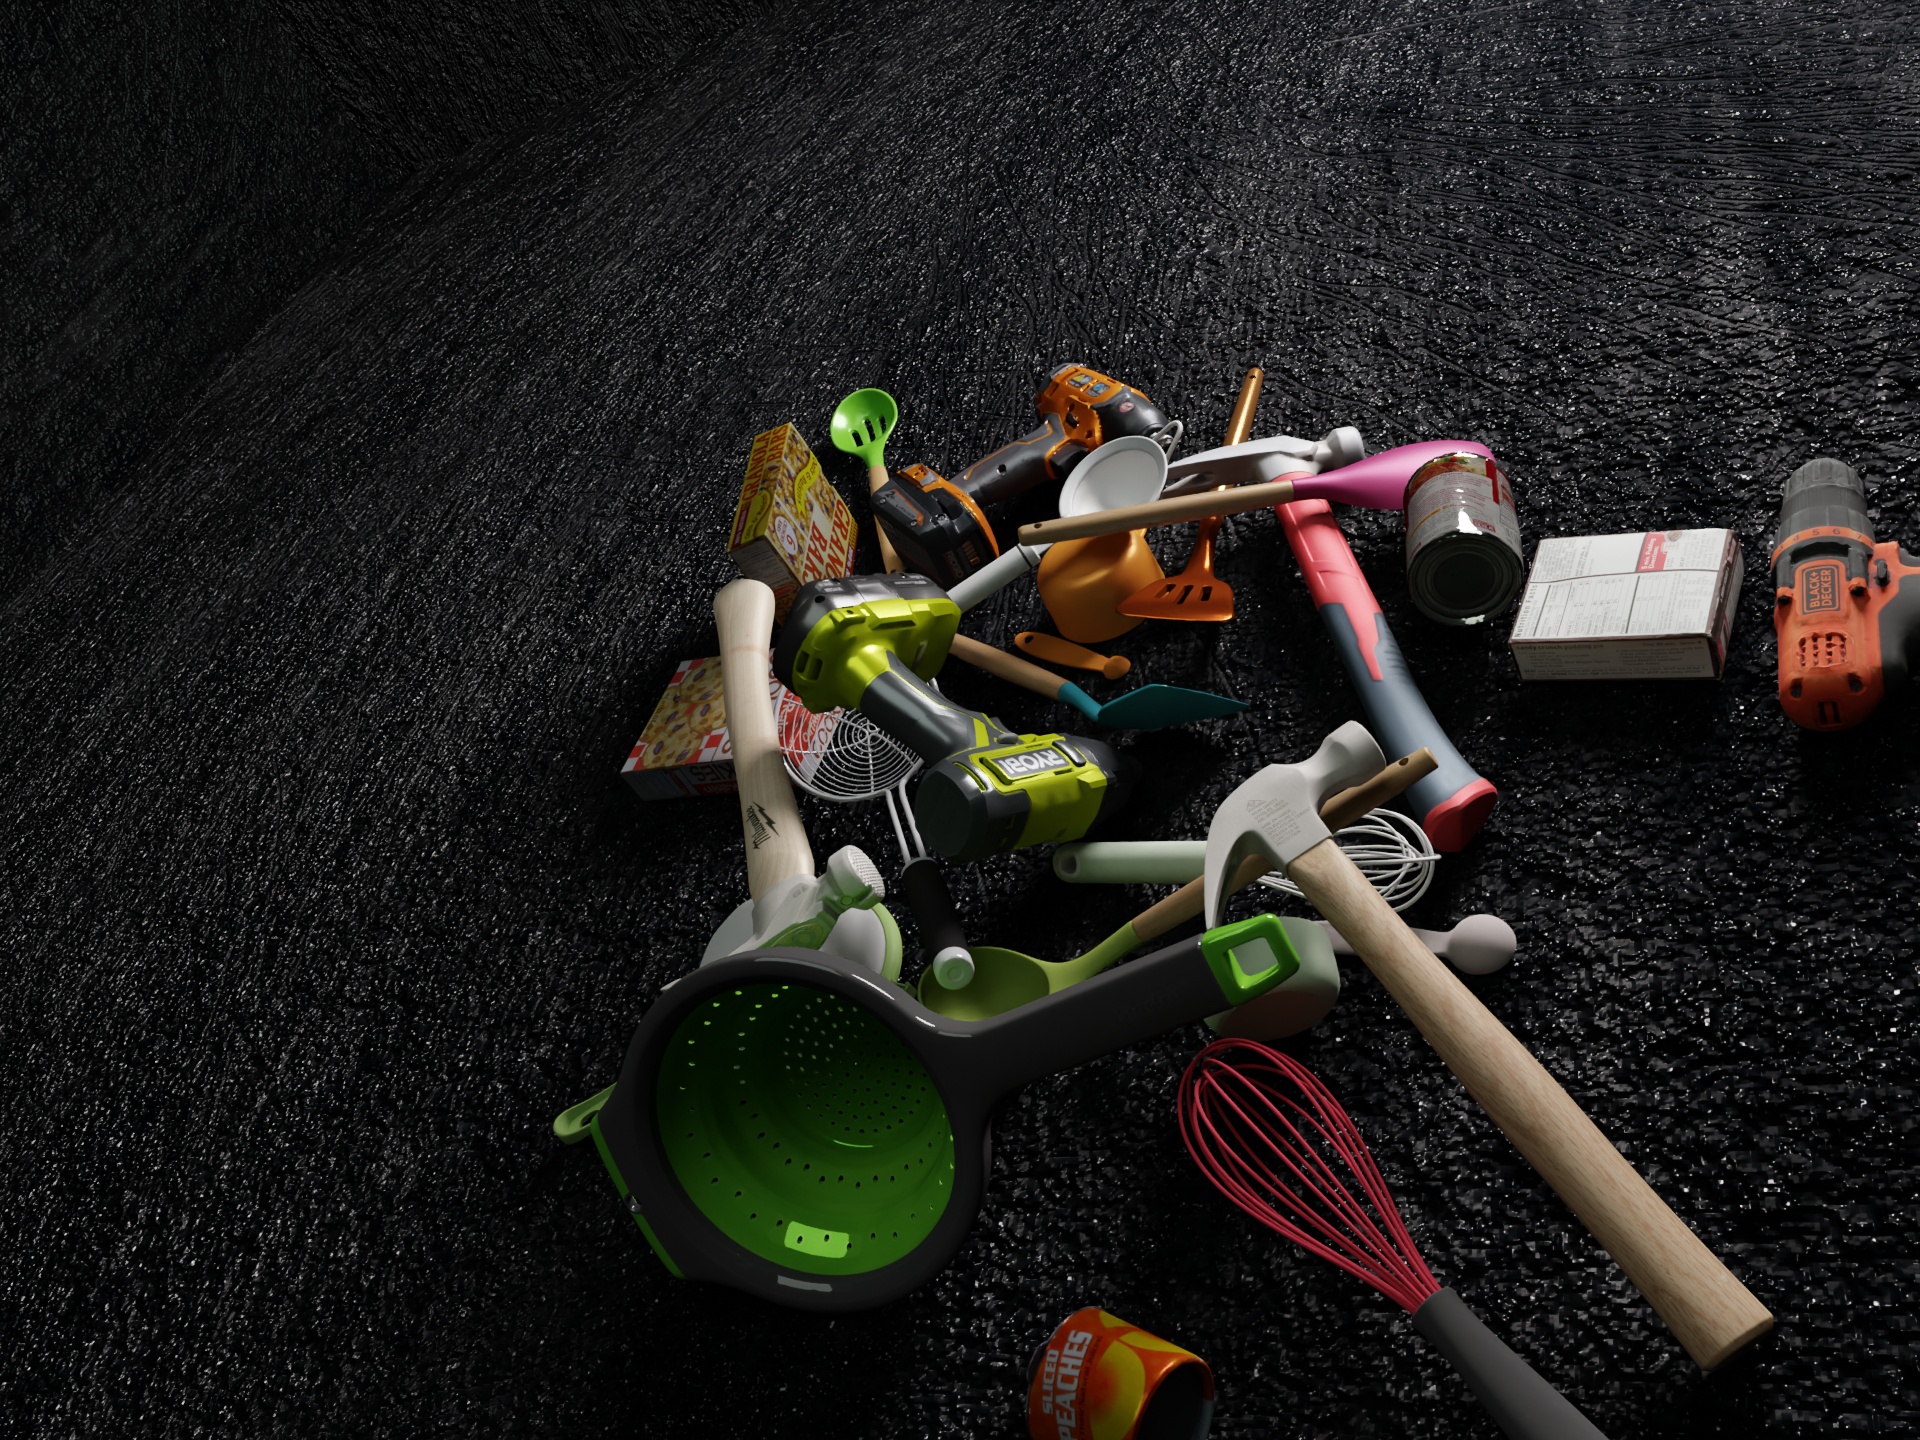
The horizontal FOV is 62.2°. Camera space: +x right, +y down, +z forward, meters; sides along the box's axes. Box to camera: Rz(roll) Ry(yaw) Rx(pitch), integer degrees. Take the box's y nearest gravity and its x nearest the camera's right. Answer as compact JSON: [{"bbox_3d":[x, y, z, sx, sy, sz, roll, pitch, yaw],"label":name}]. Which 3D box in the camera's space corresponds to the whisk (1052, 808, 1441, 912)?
[{"bbox_3d":[0.156,0.081,0.915,0.246,0.059,0.058,-4,88,39],"label":"whisk"}]

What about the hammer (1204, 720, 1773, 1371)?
[{"bbox_3d":[0.227,0.143,0.725,0.130,0.031,0.332,-33,53,-5],"label":"hammer"}]

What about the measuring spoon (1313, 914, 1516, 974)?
[{"bbox_3d":[0.230,0.113,0.842,0.124,0.018,0.034,-2,47,36],"label":"measuring spoon"}]

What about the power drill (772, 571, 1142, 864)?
[{"bbox_3d":[-0.002,-0.003,1.012,0.171,0.080,0.223,-10,42,-44],"label":"power drill"}]

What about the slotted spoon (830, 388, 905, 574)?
[{"bbox_3d":[-0.074,-0.208,1.425,0.070,0.031,0.314,-26,39,11],"label":"slotted spoon"}]

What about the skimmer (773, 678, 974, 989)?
[{"bbox_3d":[-0.051,0.048,1.025,0.127,0.090,0.364,-30,25,2],"label":"skimmer"}]

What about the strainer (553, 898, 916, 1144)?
[{"bbox_3d":[-0.161,0.182,1.014,0.256,0.069,0.152,-33,37,-1],"label":"strainer"}]

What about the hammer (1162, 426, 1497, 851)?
[{"bbox_3d":[0.231,-0.063,1.001,0.143,0.038,0.387,-11,41,2],"label":"hammer"}]

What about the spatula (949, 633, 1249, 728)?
[{"bbox_3d":[0.064,-0.036,1.111,0.318,0.082,0.044,26,102,53],"label":"spatula"}]

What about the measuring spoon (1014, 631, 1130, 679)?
[{"bbox_3d":[0.077,-0.050,1.145,0.021,0.011,0.117,-48,39,-18],"label":"measuring spoon"}]

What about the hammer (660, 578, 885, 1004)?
[{"bbox_3d":[-0.147,0.025,1.091,0.146,0.038,0.411,-35,34,11],"label":"hammer"}]

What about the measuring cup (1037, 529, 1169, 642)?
[{"bbox_3d":[0.112,-0.137,1.181,0.095,0.052,0.174,-5,47,33],"label":"measuring cup"}]

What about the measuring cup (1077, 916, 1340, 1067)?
[{"bbox_3d":[0.125,0.160,0.841,0.167,0.083,0.038,-35,45,25],"label":"measuring cup"}]

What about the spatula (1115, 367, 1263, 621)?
[{"bbox_3d":[0.190,-0.169,1.172,0.081,0.041,0.323,5,48,19],"label":"spatula"}]

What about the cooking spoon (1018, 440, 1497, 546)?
[{"bbox_3d":[0.196,-0.149,1.064,0.319,0.017,0.069,-9,42,5],"label":"cooking spoon"}]

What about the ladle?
[{"bbox_3d":[0.113,0.096,0.871,0.320,0.062,0.078,-34,28,19],"label":"ladle"}]

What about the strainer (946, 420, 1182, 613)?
[{"bbox_3d":[0.056,-0.123,1.130,0.258,0.050,0.087,-33,44,5],"label":"strainer"}]

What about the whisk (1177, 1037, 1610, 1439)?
[{"bbox_3d":[0.193,0.243,0.696,0.073,0.073,0.296,-38,43,-7],"label":"whisk"}]

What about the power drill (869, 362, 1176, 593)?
[{"bbox_3d":[0.057,-0.194,1.268,0.226,0.084,0.164,-35,36,-10],"label":"power drill"}]

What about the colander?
[{"bbox_3d":[-0.005,0.174,0.834,0.397,0.204,0.094,-26,5,22],"label":"colander"}]
